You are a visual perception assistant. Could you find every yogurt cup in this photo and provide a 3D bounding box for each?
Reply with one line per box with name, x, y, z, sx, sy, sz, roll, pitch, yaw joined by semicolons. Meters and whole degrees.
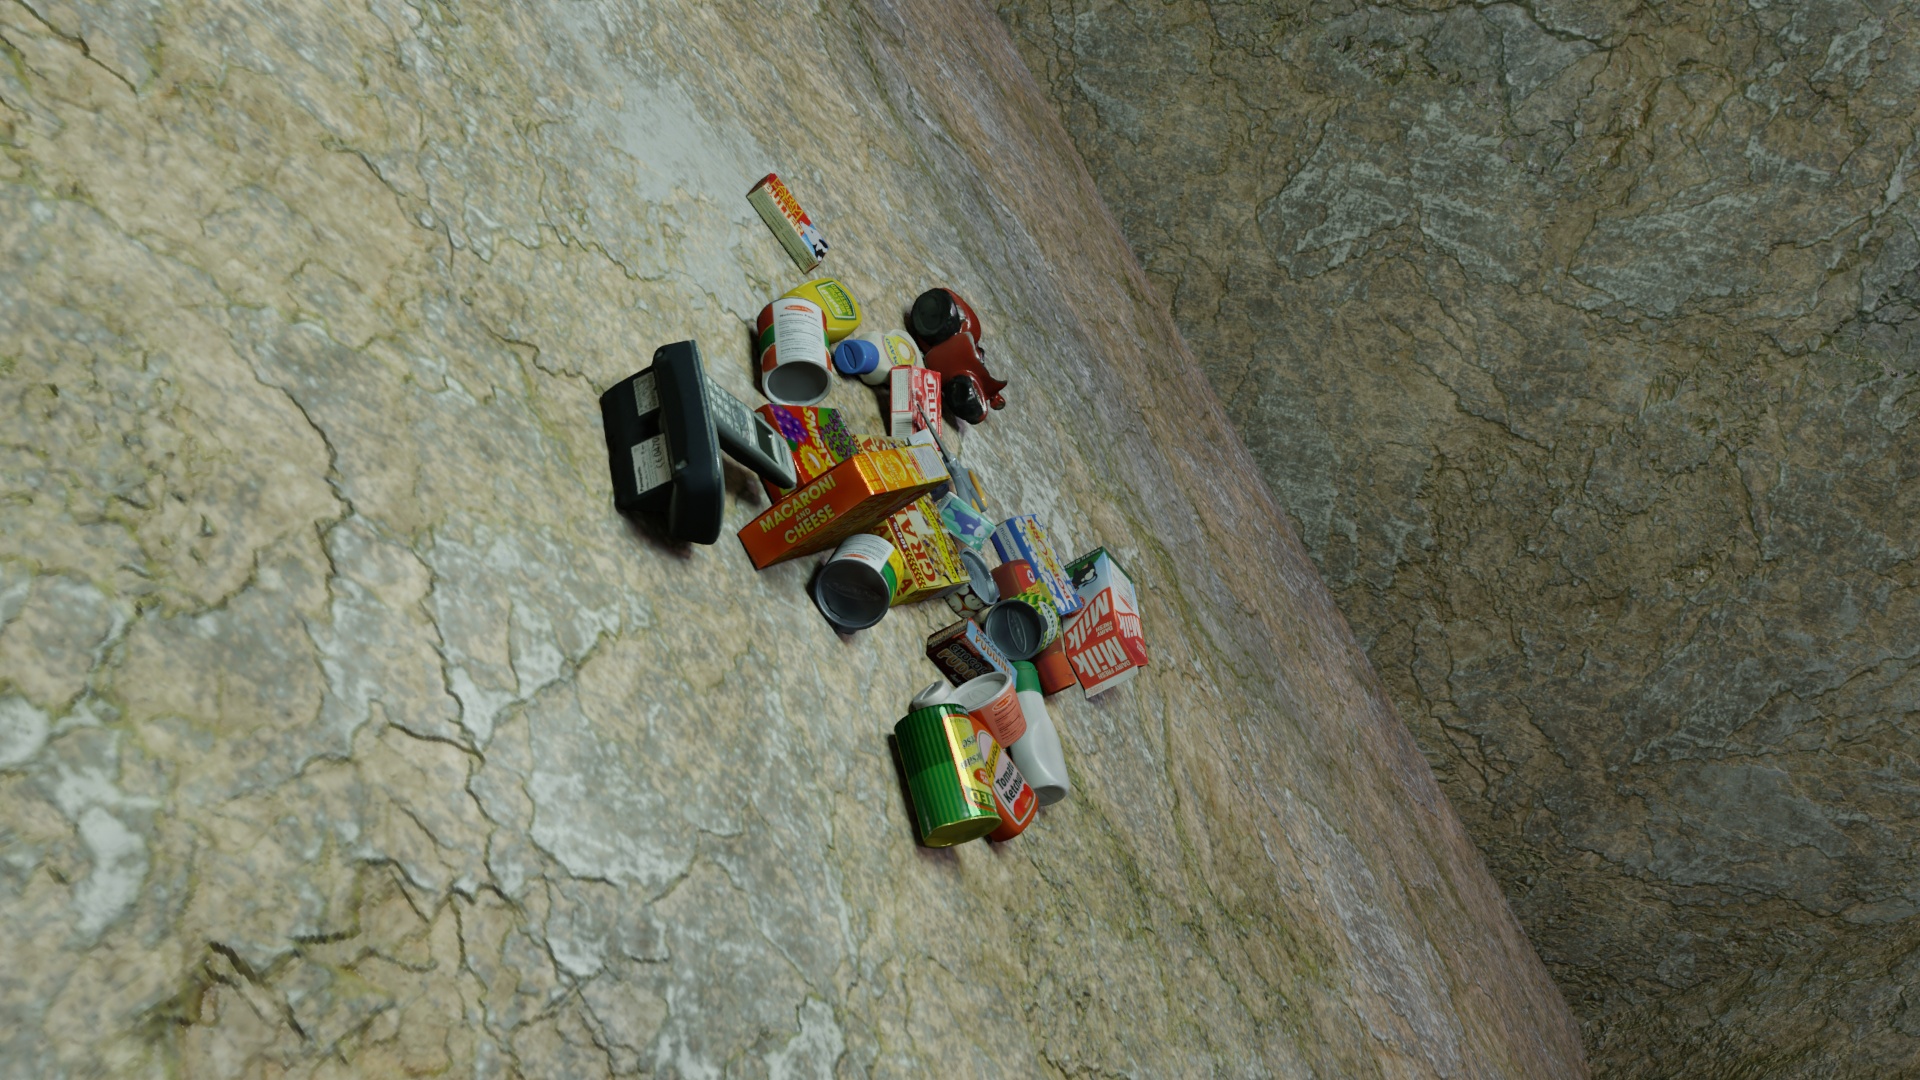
yogurt cup;0.026;0.161;1.289;0.054;0.072;0.073;64;20;-15

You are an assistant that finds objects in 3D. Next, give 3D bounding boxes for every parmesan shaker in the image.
parmesan shaker;-0.013;0.194;1.153;0.071;0.071;0.103;27;39;-55

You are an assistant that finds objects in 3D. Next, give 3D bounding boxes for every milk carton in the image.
milk carton;0.170;0.104;1.664;0.073;0.072;0.191;46;25;-34

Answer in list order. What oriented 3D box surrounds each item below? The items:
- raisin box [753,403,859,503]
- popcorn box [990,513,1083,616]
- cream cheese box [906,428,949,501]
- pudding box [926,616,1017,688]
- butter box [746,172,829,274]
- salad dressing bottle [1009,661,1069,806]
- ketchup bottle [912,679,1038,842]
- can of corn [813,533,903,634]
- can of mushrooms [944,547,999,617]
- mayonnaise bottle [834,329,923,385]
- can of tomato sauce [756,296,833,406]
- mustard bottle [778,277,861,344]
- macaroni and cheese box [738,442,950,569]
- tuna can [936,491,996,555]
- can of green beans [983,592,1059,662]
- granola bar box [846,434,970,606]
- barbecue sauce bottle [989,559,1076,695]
raisin box;-0.137;-0.076;1.244;0.086;0.040;0.123;65;23;8
popcorn box;0.088;0.033;1.615;0.127;0.038;0.085;64;20;7
cream cheese box;-0.033;-0.077;1.449;0.053;0.024;0.103;63;-4;10
pudding box;0.012;0.116;1.327;0.083;0.049;0.030;50;25;-26
butter box;-0.184;-0.341;1.489;0.103;0.024;0.053;53;24;-20
salad dressing bottle;0.071;0.189;1.379;0.064;0.044;0.148;38;30;-42
ketchup bottle;0.011;0.194;1.239;0.148;0.043;0.065;56;31;-11
can of corn;-0.087;0.037;1.190;0.071;0.071;0.058;56;21;-13
can of mushrooms;0.008;0.045;1.429;0.071;0.033;0.071;48;25;-30
mayonnaise bottle;-0.088;-0.197;1.501;0.065;0.041;0.148;68;21;2
can of tomato sauce;-0.155;-0.173;1.296;0.071;0.071;0.083;39;31;-44
mustard bottle;-0.150;-0.226;1.389;0.065;0.048;0.161;57;22;-2
macaroni and cheese box;-0.095;-0.032;1.172;0.040;0.123;0.167;60;21;5
tuna can;0.005;-0.018;1.462;0.071;0.033;0.071;37;4;-3
can of green beans;0.065;0.090;1.455;0.071;0.071;0.058;63;21;5
granola bar box;-0.062;-0.022;1.349;0.165;0.039;0.124;64;22;9
barbecue sauce bottle;0.080;0.095;1.514;0.065;0.043;0.149;6;58;-66
